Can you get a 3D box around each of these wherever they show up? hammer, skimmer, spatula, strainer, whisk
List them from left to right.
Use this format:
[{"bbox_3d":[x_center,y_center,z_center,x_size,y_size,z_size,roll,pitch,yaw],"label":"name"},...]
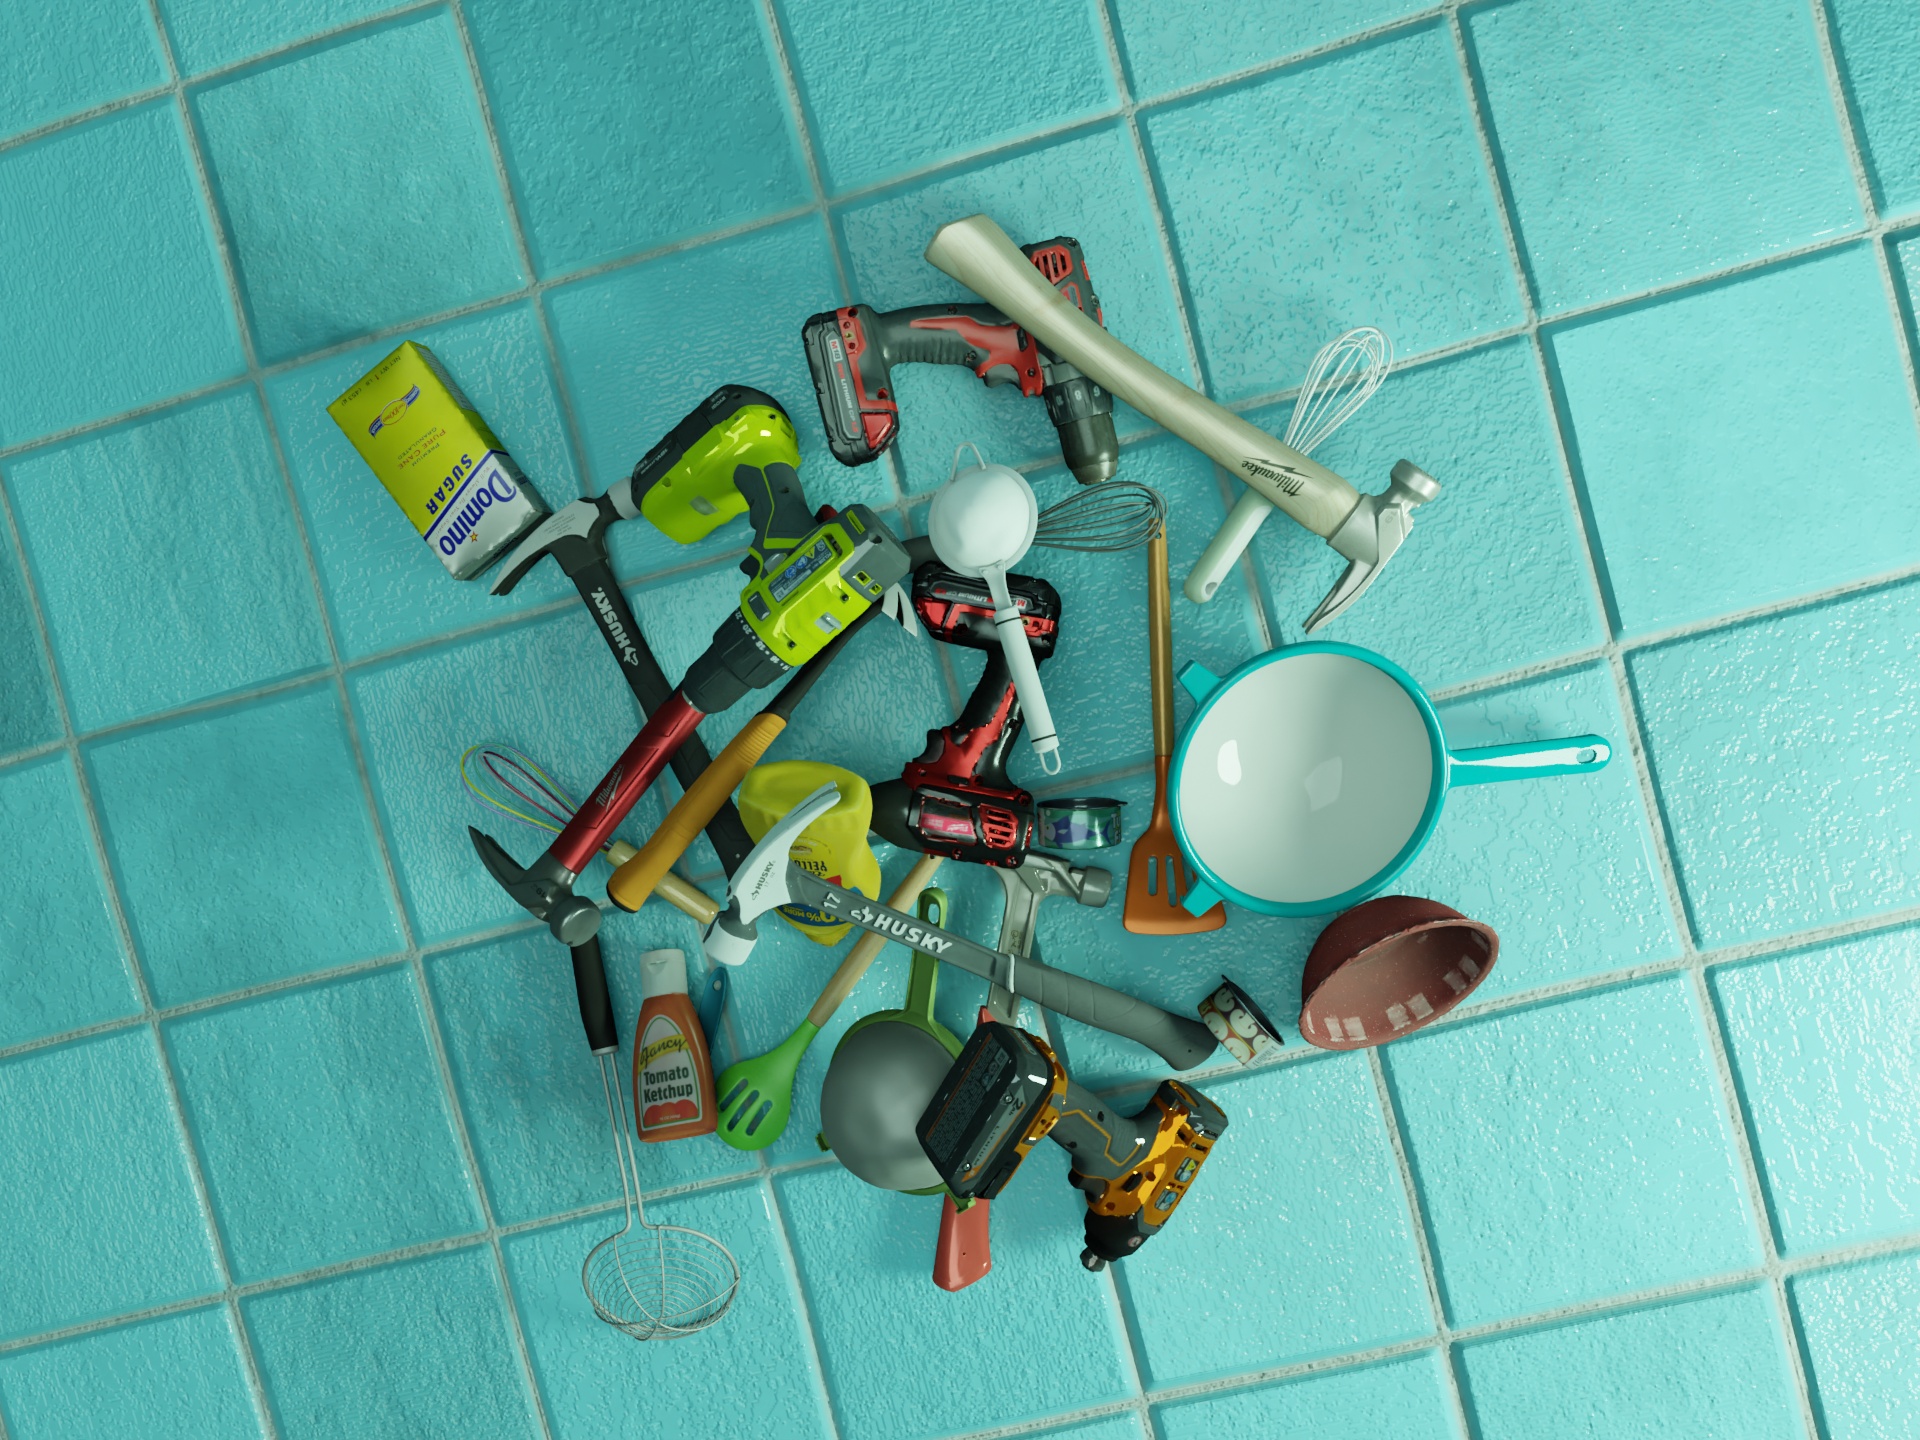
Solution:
[{"bbox_3d":[-0.301,0.090,1.301,0.245,0.047,0.051,33,109,0],"label":"whisk"},{"bbox_3d":[-0.274,0.332,1.316,0.127,0.090,0.363,-14,81,4],"label":"skimmer"},{"bbox_3d":[-0.252,-0.018,1.290,0.146,0.035,0.335,-28,90,7],"label":"hammer"},{"bbox_3d":[-0.224,-0.017,1.239,0.143,0.038,0.386,35,85,33],"label":"hammer"},{"bbox_3d":[-0.159,0.021,1.221,0.034,0.127,0.337,36,100,-26],"label":"hammer"},{"bbox_3d":[-0.050,0.255,1.226,0.151,0.069,0.256,16,105,29],"label":"strainer"},{"bbox_3d":[0.015,0.277,1.269,0.149,0.037,0.359,11,95,-1],"label":"hammer"},{"bbox_3d":[0.023,0.177,1.186,0.408,0.036,0.149,24,104,-20],"label":"hammer"},{"bbox_3d":[0.032,-0.085,1.167,0.087,0.050,0.258,-18,87,20],"label":"strainer"},{"bbox_3d":[0.044,-0.143,1.240,0.239,0.055,0.055,-9,92,15],"label":"whisk"},{"bbox_3d":[0.145,-0.230,1.175,0.410,0.038,0.146,34,106,-4],"label":"hammer"},{"bbox_3d":[0.159,0.003,1.238,0.081,0.041,0.322,-2,92,1],"label":"spatula"},{"bbox_3d":[0.246,-0.194,1.215,0.059,0.057,0.246,42,104,38],"label":"whisk"},{"bbox_3d":[0.311,0.029,1.202,0.340,0.095,0.211,-5,106,-7],"label":"strainer"}]

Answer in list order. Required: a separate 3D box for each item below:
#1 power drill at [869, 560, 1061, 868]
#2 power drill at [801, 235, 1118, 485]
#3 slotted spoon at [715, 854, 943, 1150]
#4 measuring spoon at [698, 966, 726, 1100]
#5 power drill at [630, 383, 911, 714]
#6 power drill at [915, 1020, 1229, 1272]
[{"bbox_3d":[-0.002,-0.004,1.221,0.143,0.078,0.220,9,85,6],"label":"power drill"},{"bbox_3d":[0.007,-0.255,1.225,0.226,0.080,0.188,-14,97,4],"label":"power drill"},{"bbox_3d":[-0.105,0.223,1.291,0.070,0.031,0.314,37,95,12],"label":"slotted spoon"},{"bbox_3d":[-0.206,0.267,1.305,0.042,0.021,0.129,5,77,24],"label":"measuring spoon"},{"bbox_3d":[-0.160,-0.128,1.193,0.190,0.080,0.229,-40,54,9],"label":"power drill"},{"bbox_3d":[0.081,0.331,1.206,0.226,0.084,0.164,27,97,-31],"label":"power drill"}]
